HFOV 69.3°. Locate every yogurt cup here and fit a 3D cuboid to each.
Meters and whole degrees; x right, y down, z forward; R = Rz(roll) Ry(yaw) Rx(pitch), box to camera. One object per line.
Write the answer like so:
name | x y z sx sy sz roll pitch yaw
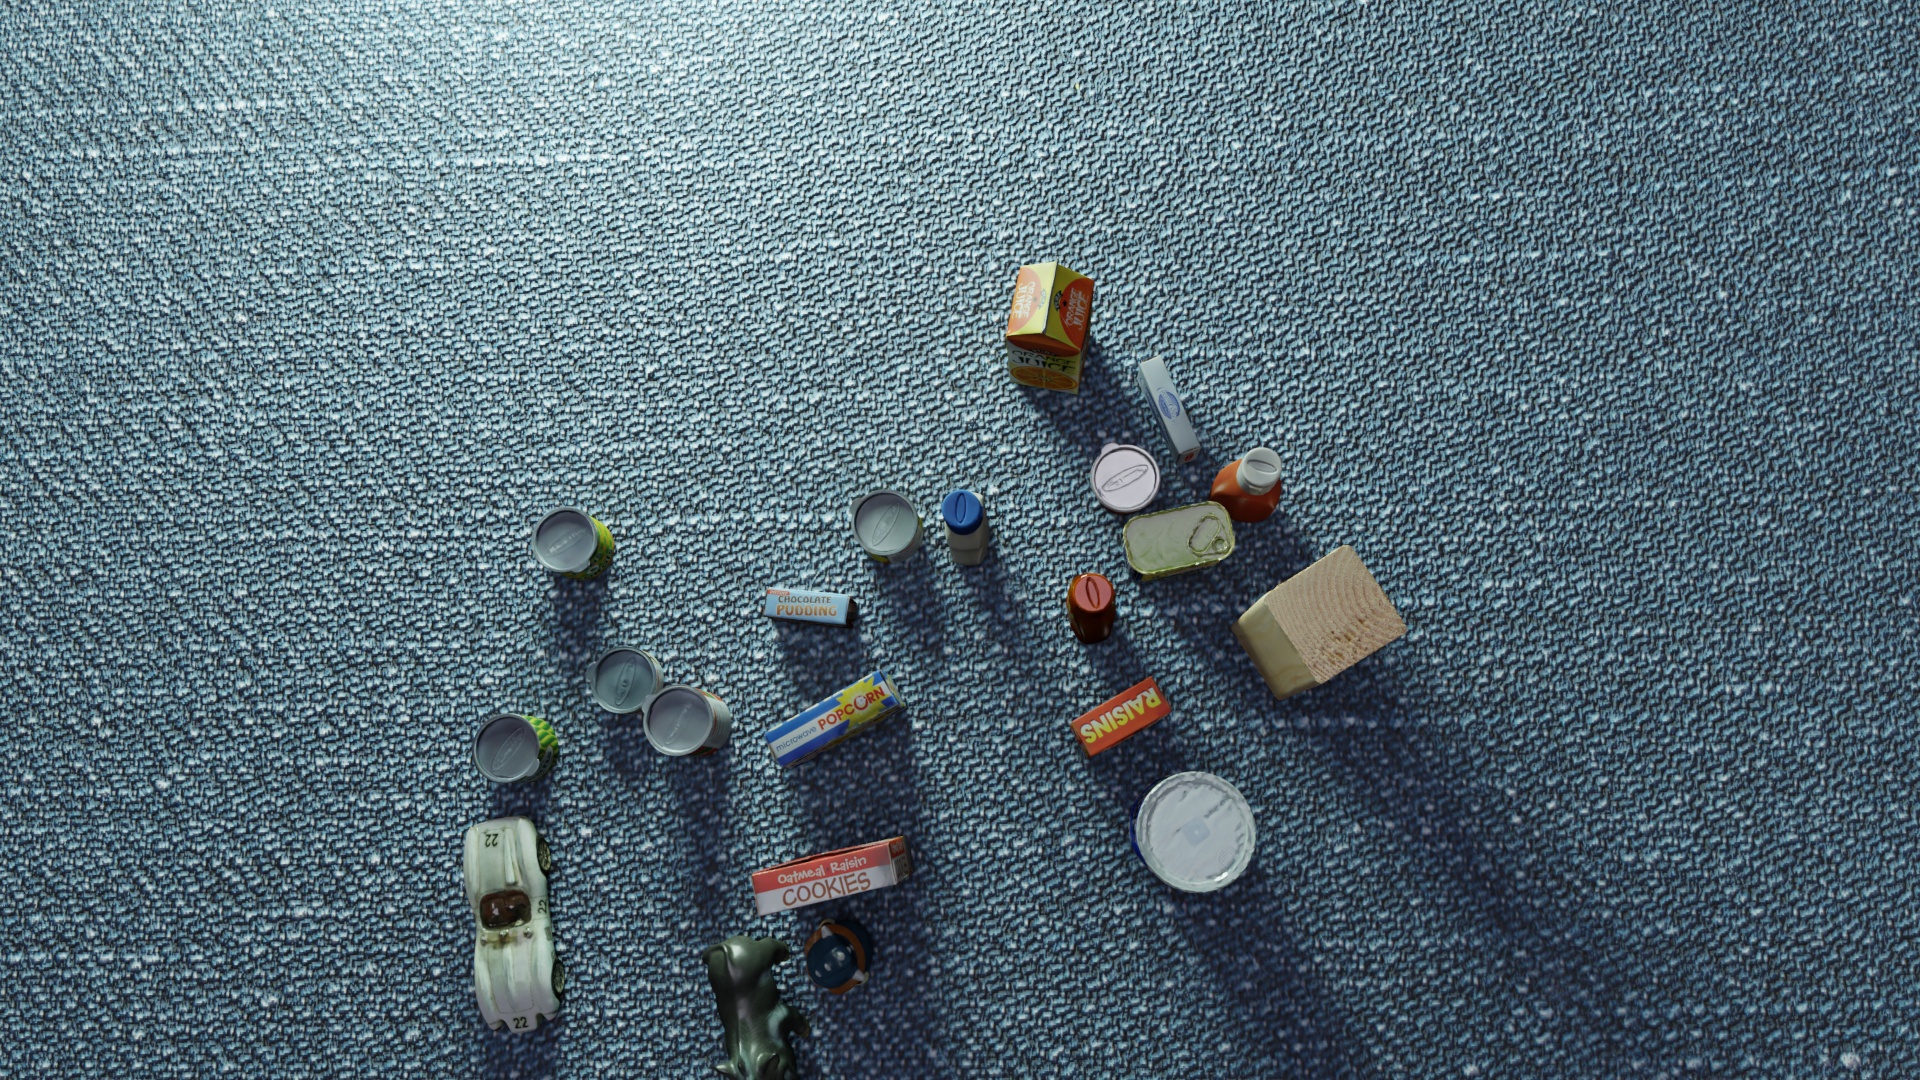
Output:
yogurt cup | 0.161 -0.056 1.371 0.072 0.054 0.072 -1 79 3

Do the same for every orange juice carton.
orange juice carton | 0.086 -0.205 1.333 0.073 0.192 0.072 11 81 6

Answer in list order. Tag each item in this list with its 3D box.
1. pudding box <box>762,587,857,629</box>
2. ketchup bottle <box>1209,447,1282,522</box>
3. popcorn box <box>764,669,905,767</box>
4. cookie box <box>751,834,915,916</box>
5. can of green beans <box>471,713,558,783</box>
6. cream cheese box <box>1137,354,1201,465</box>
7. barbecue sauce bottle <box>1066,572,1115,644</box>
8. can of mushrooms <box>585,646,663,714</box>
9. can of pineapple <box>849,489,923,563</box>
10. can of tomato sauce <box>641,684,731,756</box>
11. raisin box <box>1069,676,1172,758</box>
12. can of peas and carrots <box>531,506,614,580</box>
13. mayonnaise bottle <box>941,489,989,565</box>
pudding box | -0.147 0.067 1.368 0.084 0.049 0.030 6 80 5
ketchup bottle | 0.275 -0.052 1.315 0.065 0.148 0.043 16 81 6
popcorn box | -0.119 0.172 1.328 0.127 0.085 0.038 -29 79 -2
cookie box | -0.112 0.301 1.261 0.123 0.167 0.040 -14 79 1
can of green beans | -0.433 0.203 1.355 0.071 0.057 0.071 -1 79 3
cream cheese box | 0.206 -0.129 1.382 0.024 0.053 0.104 -22 79 0
barbecue sauce bottle | 0.123 0.059 1.303 0.044 0.148 0.065 -13 79 1
can of mushrooms | -0.331 0.138 1.373 0.071 0.033 0.071 -1 79 3
can of pineapple | -0.073 -0.014 1.375 0.071 0.058 0.071 -1 79 3
can of tomato sauce | -0.263 0.174 1.337 0.071 0.083 0.071 -1 80 3
raisin box | 0.147 0.167 1.294 0.086 0.123 0.040 -29 79 -2
can of peas and carrots | -0.385 0.006 1.389 0.071 0.058 0.071 -1 79 3
mayonnaise bottle | 0.005 -0.017 1.325 0.041 0.148 0.065 3 80 4
